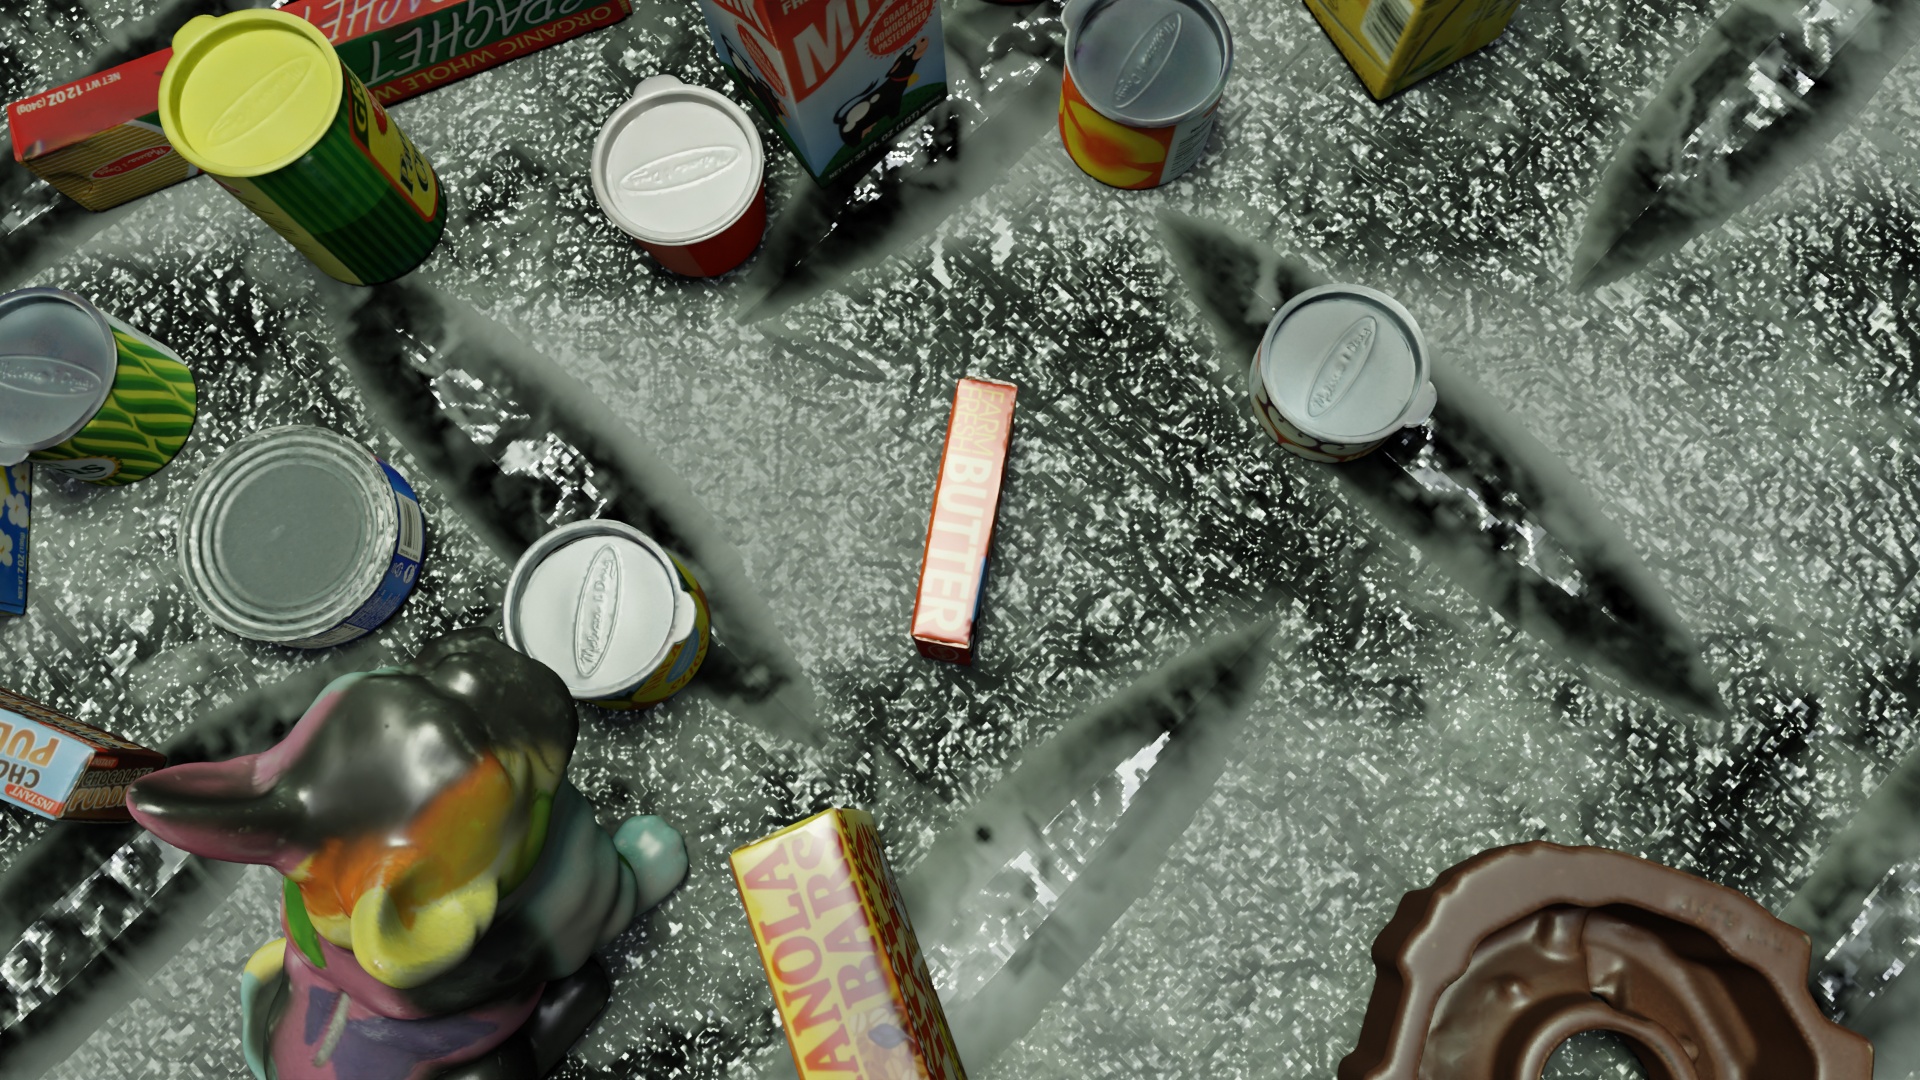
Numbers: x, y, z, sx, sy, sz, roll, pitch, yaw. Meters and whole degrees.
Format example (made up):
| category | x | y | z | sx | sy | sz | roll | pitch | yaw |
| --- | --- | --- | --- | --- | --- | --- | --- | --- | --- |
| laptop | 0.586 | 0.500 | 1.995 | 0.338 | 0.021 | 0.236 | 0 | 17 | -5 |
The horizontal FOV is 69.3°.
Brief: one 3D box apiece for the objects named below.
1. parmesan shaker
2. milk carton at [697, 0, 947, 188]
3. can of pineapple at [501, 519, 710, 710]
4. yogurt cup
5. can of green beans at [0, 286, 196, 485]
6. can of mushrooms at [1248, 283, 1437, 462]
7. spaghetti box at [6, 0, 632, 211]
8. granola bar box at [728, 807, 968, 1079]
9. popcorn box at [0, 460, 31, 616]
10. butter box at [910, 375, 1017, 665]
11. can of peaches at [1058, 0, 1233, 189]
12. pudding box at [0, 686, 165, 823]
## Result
| category | x | y | z | sx | sy | sz | roll | pitch | yaw |
| --- | --- | --- | --- | --- | --- | --- | --- | --- | --- |
| parmesan shaker | -0.255 | -0.153 | 0.548 | 0.071 | 0.103 | 0.071 | 0 | 78 | 1 |
| milk carton | -0.057 | -0.216 | 0.512 | 0.072 | 0.190 | 0.073 | -38 | 80 | -6 |
| can of pineapple | -0.131 | 0.031 | 0.529 | 0.071 | 0.057 | 0.071 | 0 | 78 | 1 |
| yogurt cup | -0.111 | -0.143 | 0.568 | 0.072 | 0.054 | 0.072 | 0 | 78 | 1 |
| can of green beans | -0.352 | -0.059 | 0.553 | 0.071 | 0.057 | 0.071 | 0 | 78 | 1 |
| can of mushrooms | 0.152 | -0.065 | 0.556 | 0.071 | 0.033 | 0.071 | 0 | 78 | 1 |
| spaghetti box | -0.264 | -0.203 | 0.585 | 0.250 | 0.050 | 0.029 | -22 | 79 | -3 |
| granola bar box | -0.025 | 0.174 | 0.462 | 0.039 | 0.124 | 0.166 | -21 | 78 | -3 |
| popcorn box | -0.404 | -0.037 | 0.535 | 0.038 | 0.085 | 0.127 | -6 | 78 | 0 |
| butter box | 0.002 | -0.007 | 0.536 | 0.024 | 0.053 | 0.103 | 10 | 78 | 3 |
| can of peaches | 0.072 | -0.188 | 0.571 | 0.071 | 0.058 | 0.071 | 0 | 78 | 1 |
| pudding box | -0.357 | 0.079 | 0.527 | 0.084 | 0.049 | 0.030 | 21 | 80 | 5 |
